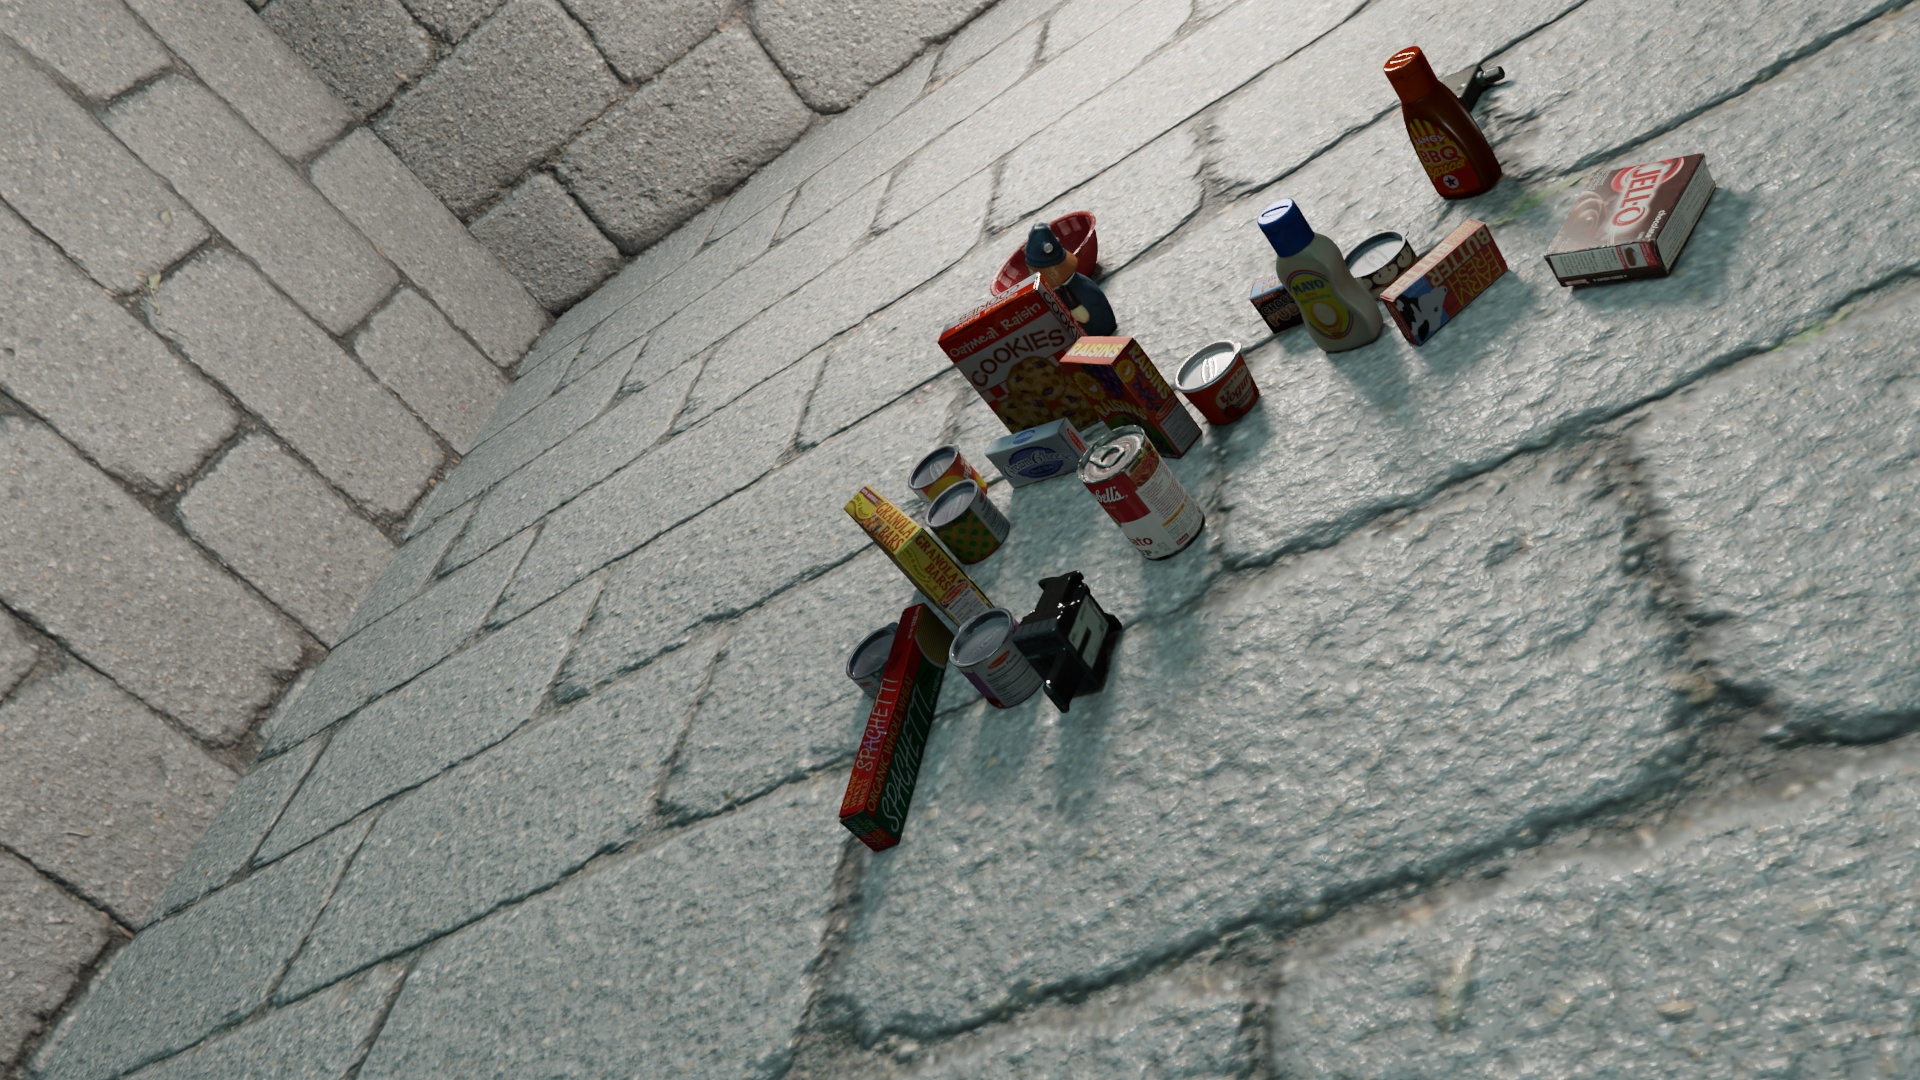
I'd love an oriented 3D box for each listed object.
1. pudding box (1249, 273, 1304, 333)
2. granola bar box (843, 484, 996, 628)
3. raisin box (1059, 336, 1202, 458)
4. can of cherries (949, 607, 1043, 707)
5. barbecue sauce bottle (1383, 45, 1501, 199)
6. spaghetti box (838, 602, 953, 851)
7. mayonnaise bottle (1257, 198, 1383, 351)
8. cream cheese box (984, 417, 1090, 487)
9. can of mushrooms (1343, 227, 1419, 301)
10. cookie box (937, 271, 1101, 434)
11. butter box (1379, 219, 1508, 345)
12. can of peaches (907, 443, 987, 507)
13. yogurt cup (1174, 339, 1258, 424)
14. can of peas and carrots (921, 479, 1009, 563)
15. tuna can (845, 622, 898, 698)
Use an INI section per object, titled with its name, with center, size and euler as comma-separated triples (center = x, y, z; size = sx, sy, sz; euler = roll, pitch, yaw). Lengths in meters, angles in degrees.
[pudding box]
center = 0.325, -0.237, 1.326
size = 0.083, 0.049, 0.030
euler = -19, 34, 37
[granola bar box]
center = -0.039, 0.018, 1.339
size = 0.039, 0.124, 0.166
euler = -44, 27, -4
[raisin box]
center = 0.161, -0.136, 1.309
size = 0.040, 0.123, 0.086
euler = -49, 28, -14
[can of cherries]
center = 0.033, 0.100, 1.195
size = 0.071, 0.058, 0.072
euler = -31, 28, 19
[barbecue sauce bottle]
center = 0.442, -0.387, 1.288
size = 0.044, 0.148, 0.065
euler = -50, 28, -17
[spaghetti box]
center = -0.053, 0.159, 1.229
size = 0.028, 0.050, 0.251
euler = -24, 31, 31
[mayonnaise bottle]
center = 0.314, -0.234, 1.228
size = 0.064, 0.147, 0.041
euler = -9, 41, 48
[cream cheese box]
center = 0.080, -0.088, 1.421
size = 0.103, 0.053, 0.024
euler = -14, 37, 42
[can of mushrooms]
center = 0.390, -0.256, 1.287
size = 0.071, 0.033, 0.071
euler = -31, 28, 19
[cookie box]
center = 0.076, -0.179, 1.435
size = 0.122, 0.167, 0.040
euler = -26, 30, 28
[butter box]
center = 0.412, -0.220, 1.184
size = 0.103, 0.053, 0.024
euler = -41, 27, 0
[can of peaches]
center = -0.011, -0.061, 1.495
size = 0.071, 0.058, 0.071
euler = -31, 28, 19
[yogurt cup]
center = 0.241, -0.145, 1.294
size = 0.072, 0.054, 0.073
euler = -31, 28, 19
[can of peas and carrots]
center = 0.005, -0.018, 1.407
size = 0.071, 0.058, 0.071
euler = -31, 28, 19
[tuna can]
center = -0.074, 0.116, 1.340
size = 0.071, 0.032, 0.071
euler = -31, 28, 19
